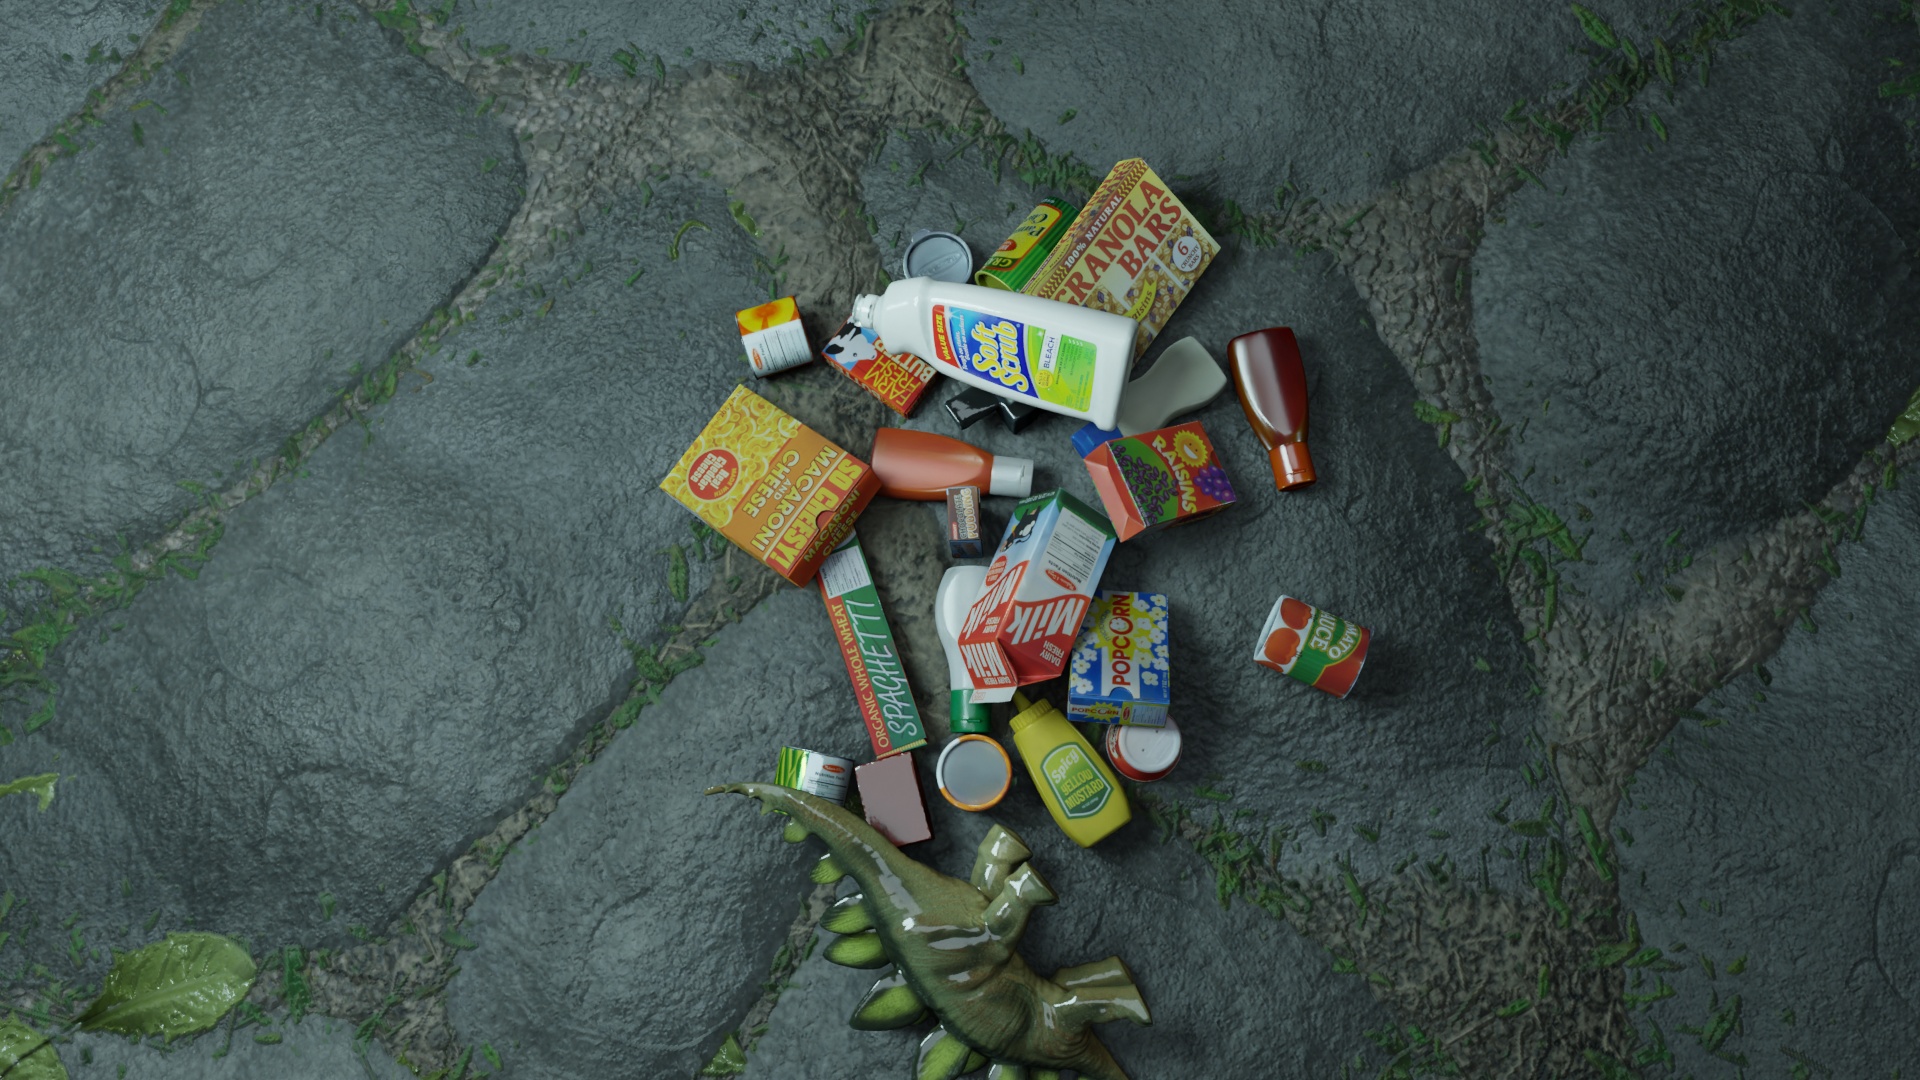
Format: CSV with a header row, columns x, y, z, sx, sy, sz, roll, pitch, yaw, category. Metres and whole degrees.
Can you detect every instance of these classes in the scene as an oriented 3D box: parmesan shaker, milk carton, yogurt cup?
x,y,z,sx,sy,sz,roll,pitch,yaw,category
0.070,-0.266,1.310,0.071,0.071,0.103,39,79,9,parmesan shaker
0.061,0.056,1.211,0.073,0.072,0.191,32,68,-21,milk carton
0.164,0.177,1.218,0.072,0.054,0.072,0,79,1,yogurt cup

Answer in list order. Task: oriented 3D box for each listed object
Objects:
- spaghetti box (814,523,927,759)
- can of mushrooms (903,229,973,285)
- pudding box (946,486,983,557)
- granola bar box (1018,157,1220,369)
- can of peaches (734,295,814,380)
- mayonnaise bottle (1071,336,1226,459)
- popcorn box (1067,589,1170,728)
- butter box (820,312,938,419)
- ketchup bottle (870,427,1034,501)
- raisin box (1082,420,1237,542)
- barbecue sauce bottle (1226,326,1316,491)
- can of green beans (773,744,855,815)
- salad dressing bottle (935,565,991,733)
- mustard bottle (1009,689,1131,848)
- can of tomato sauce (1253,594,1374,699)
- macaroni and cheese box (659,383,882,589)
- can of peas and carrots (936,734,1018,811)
x,y,z,sx,sy,sz,roll,pitch,yaw,category
-0.092,0.074,1.259,0.050,0.028,0.250,-19,78,-2,spaghetti box
-0.022,-0.261,1.327,0.071,0.033,0.071,0,79,2,can of mushrooms
0.004,-0.016,1.248,0.030,0.083,0.050,-3,79,1,pudding box
0.148,-0.249,1.287,0.124,0.039,0.166,41,80,-26,granola bar box
-0.174,-0.192,1.301,0.058,0.071,0.071,-18,78,-2,can of peaches
0.172,-0.124,1.289,0.148,0.041,0.065,-35,79,-5,mayonnaise bottle
0.138,0.101,1.213,0.085,0.038,0.127,5,45,2,popcorn box
-0.076,-0.165,1.312,0.103,0.024,0.053,36,81,8,butter box
-0.008,-0.065,1.279,0.149,0.043,0.065,7,71,3,ketchup bottle
0.180,-0.055,1.244,0.124,0.040,0.086,-14,75,-37,raisin box
0.293,-0.120,1.283,0.065,0.043,0.148,-12,79,-1,barbecue sauce bottle
-0.130,0.213,1.212,0.071,0.071,0.058,11,80,4,can of green beans
0.009,0.098,1.245,0.064,0.044,0.148,2,79,-9,salad dressing bottle
0.085,0.191,1.220,0.065,0.048,0.160,-34,79,-7,mustard bottle
0.310,0.092,1.224,0.083,0.071,0.071,23,80,7,can of tomato sauce
-0.173,-0.051,1.260,0.167,0.040,0.124,32,81,25,macaroni and cheese box
0.015,0.204,1.214,0.071,0.058,0.071,0,79,2,can of peas and carrots
